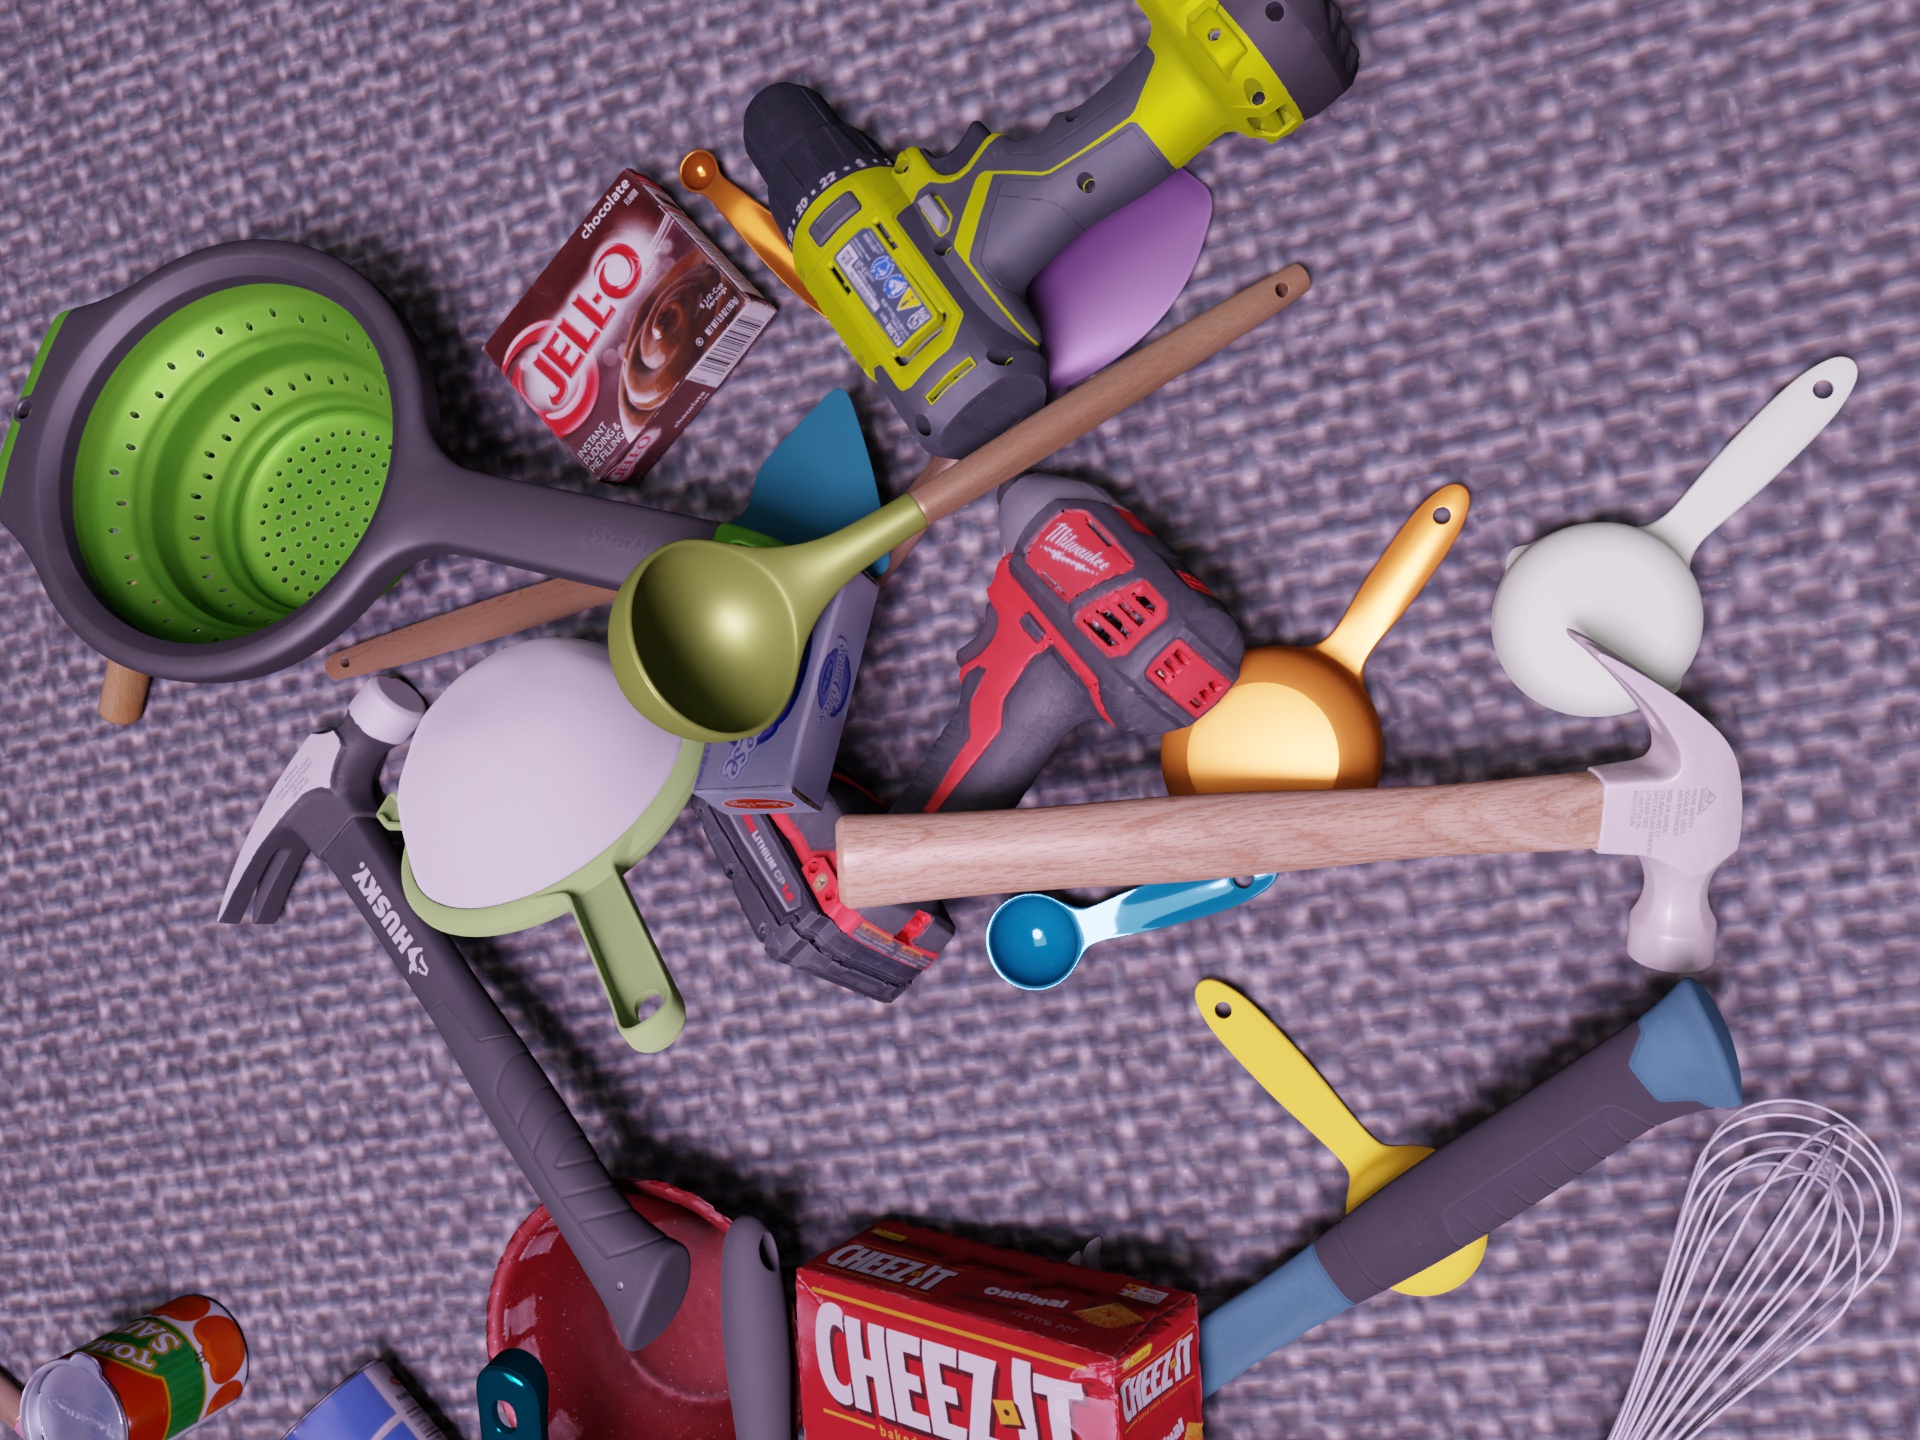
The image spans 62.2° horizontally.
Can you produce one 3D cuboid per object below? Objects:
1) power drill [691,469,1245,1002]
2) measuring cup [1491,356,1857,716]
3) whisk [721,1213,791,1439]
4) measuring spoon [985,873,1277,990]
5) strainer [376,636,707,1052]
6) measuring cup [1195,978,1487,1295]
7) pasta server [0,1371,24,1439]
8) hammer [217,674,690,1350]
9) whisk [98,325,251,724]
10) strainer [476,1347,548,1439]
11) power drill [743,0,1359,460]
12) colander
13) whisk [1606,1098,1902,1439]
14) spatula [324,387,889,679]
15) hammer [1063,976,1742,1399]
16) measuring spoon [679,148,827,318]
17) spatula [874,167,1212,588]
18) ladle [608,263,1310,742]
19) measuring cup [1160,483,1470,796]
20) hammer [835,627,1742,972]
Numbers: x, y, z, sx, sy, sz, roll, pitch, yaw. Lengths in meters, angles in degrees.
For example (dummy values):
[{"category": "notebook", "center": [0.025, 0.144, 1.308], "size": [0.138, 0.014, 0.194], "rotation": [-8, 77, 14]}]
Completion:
[{"category": "power drill", "center": [-0.001, -0.002, 0.654], "size": [0.219, 0.078, 0.143], "rotation": [-45, 49, 11]}, {"category": "measuring cup", "center": [0.271, -0.071, 0.596], "size": [0.083, 0.038, 0.167], "rotation": [44, 106, 11]}, {"category": "whisk", "center": [-0.082, 0.328, 0.663], "size": [0.055, 0.055, 0.239], "rotation": [-6, 85, 18]}, {"category": "measuring spoon", "center": [0.073, 0.082, 0.683], "size": [0.128, 0.021, 0.042], "rotation": [-18, 88, 9]}, {"category": "strainer", "center": [-0.166, 0.036, 0.634], "size": [0.151, 0.257, 0.069], "rotation": [-35, 126, -7]}, {"category": "measuring cup", "center": [0.151, 0.168, 0.650], "size": [0.156, 0.029, 0.062], "rotation": [47, 105, 8]}, {"category": "pasta server", "center": [-0.541, 0.372, 0.879], "size": [0.316, 0.040, 0.060], "rotation": [30, 89, 15]}, {"category": "hammer", "center": [-0.230, 0.142, 0.733], "size": [0.146, 0.035, 0.335], "rotation": [-47, 66, 12]}, {"category": "whisk", "center": [-0.409, -0.114, 0.811], "size": [0.051, 0.047, 0.245], "rotation": [38, 113, 53]}, {"category": "strainer", "center": [-0.170, 0.403, 0.709], "size": [0.211, 0.095, 0.340], "rotation": [7, 108, 17]}, {"category": "power drill", "center": [0.024, -0.245, 0.647], "size": [0.228, 0.080, 0.191], "rotation": [-39, 70, 18]}, {"category": "colander", "center": [-0.243, -0.092, 0.723], "size": [0.397, 0.094, 0.204], "rotation": [14, 83, 16]}, {"category": "whisk", "center": [0.264, 0.269, 0.610], "size": [0.070, 0.070, 0.284], "rotation": [27, 105, 15]}, {"category": "spatula", "center": [-0.174, -0.065, 0.738], "size": [0.317, 0.044, 0.082], "rotation": [-15, 87, 19]}, {"category": "hammer", "center": [0.158, 0.209, 0.619], "size": [0.331, 0.033, 0.128], "rotation": [-44, 72, 26]}, {"category": "measuring spoon", "center": [-0.083, -0.216, 0.721], "size": [0.117, 0.011, 0.021], "rotation": [44, 104, 8]}, {"category": "spatula", "center": [-0.003, -0.108, 0.694], "size": [0.060, 0.018, 0.316], "rotation": [44, 103, 16]}, {"category": "ladle", "center": [0.009, -0.095, 0.613], "size": [0.320, 0.062, 0.078], "rotation": [-32, 103, -8]}, {"category": "measuring cup", "center": [0.147, -0.021, 0.631], "size": [0.095, 0.052, 0.173], "rotation": [36, 104, 13]}, {"category": "hammer", "center": [0.120, 0.038, 0.584], "size": [0.331, 0.031, 0.130], "rotation": [-3, 109, -2]}]
